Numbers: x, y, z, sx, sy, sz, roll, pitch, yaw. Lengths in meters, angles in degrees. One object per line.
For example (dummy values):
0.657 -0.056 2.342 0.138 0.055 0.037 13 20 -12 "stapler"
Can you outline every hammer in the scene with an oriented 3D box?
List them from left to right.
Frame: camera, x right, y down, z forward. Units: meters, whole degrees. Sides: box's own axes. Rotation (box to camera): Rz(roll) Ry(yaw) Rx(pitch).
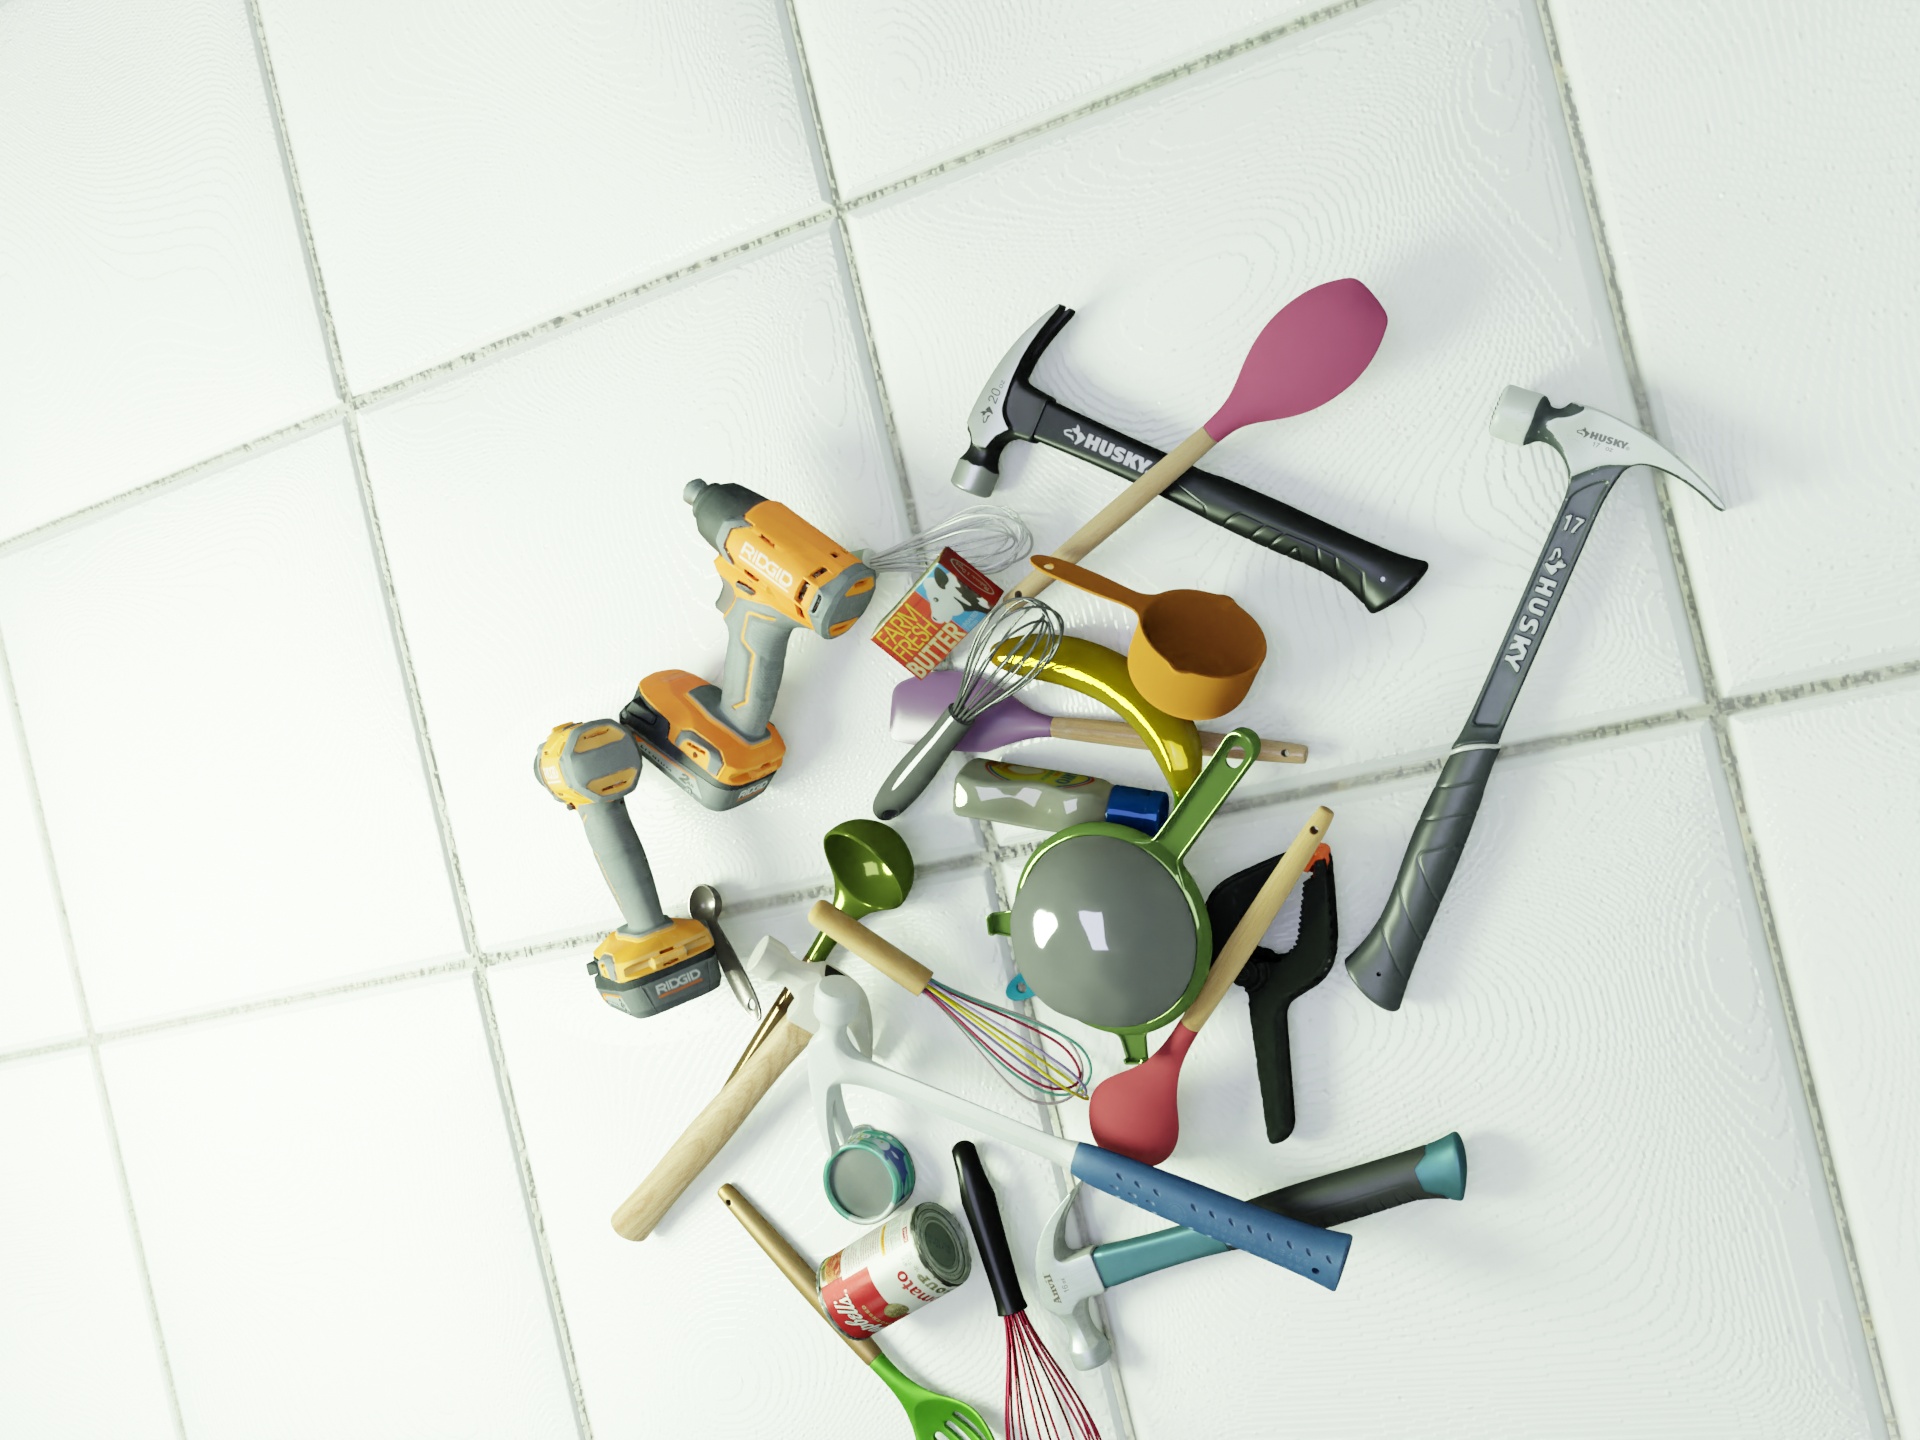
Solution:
-0.182 0.310 1.258 0.130 0.031 0.331 32 116 -14 "hammer"
0.071 0.308 1.120 0.406 0.035 0.144 17 118 21 "hammer"
0.160 -0.165 1.090 0.335 0.035 0.146 28 105 18 "hammer"
0.200 0.357 1.119 0.331 0.033 0.128 -25 86 23 "hammer"
0.345 0.002 1.026 0.149 0.036 0.409 23 104 19 "hammer"

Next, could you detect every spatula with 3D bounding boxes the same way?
0.091 0.005 1.143 0.316 0.018 0.060 7 94 23 "spatula"

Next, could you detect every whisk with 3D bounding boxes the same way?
-0.059 -0.117 1.185 0.246 0.059 0.058 -8 55 27 "whisk"
-0.007 0.205 1.160 0.245 0.047 0.051 34 118 4 "whisk"
-0.002 -0.003 1.145 0.055 0.055 0.239 47 126 13 "whisk"
0.044 0.457 1.180 0.073 0.073 0.296 -22 80 23 "whisk"

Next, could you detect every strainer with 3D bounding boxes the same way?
0.112 0.108 1.047 0.152 0.069 0.256 42 120 19 "strainer"

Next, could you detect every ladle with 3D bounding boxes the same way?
-0.131 0.208 1.236 0.078 0.062 0.320 37 110 13 "ladle"
0.170 0.188 1.082 0.069 0.031 0.315 34 112 16 "ladle"

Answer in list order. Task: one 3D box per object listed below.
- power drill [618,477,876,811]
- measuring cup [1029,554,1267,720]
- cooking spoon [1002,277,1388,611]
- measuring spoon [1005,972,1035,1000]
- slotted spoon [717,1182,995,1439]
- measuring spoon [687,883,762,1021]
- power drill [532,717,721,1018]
-0.174 -0.063 1.197 0.164 0.084 0.226 37 118 16 "power drill"
0.120 -0.059 1.083 0.174 0.095 0.052 26 135 14 "measuring cup"
0.148 -0.175 1.065 0.319 0.017 0.069 -40 79 22 "cooking spoon"
0.083 0.172 1.165 0.128 0.021 0.042 -36 80 31 "measuring spoon"
-0.083 0.482 1.254 0.314 0.031 0.070 43 109 16 "slotted spoon"
-0.182 0.184 1.262 0.034 0.018 0.124 -45 63 31 "measuring spoon"
-0.276 0.109 1.252 0.185 0.084 0.226 -7 102 64 "power drill"
